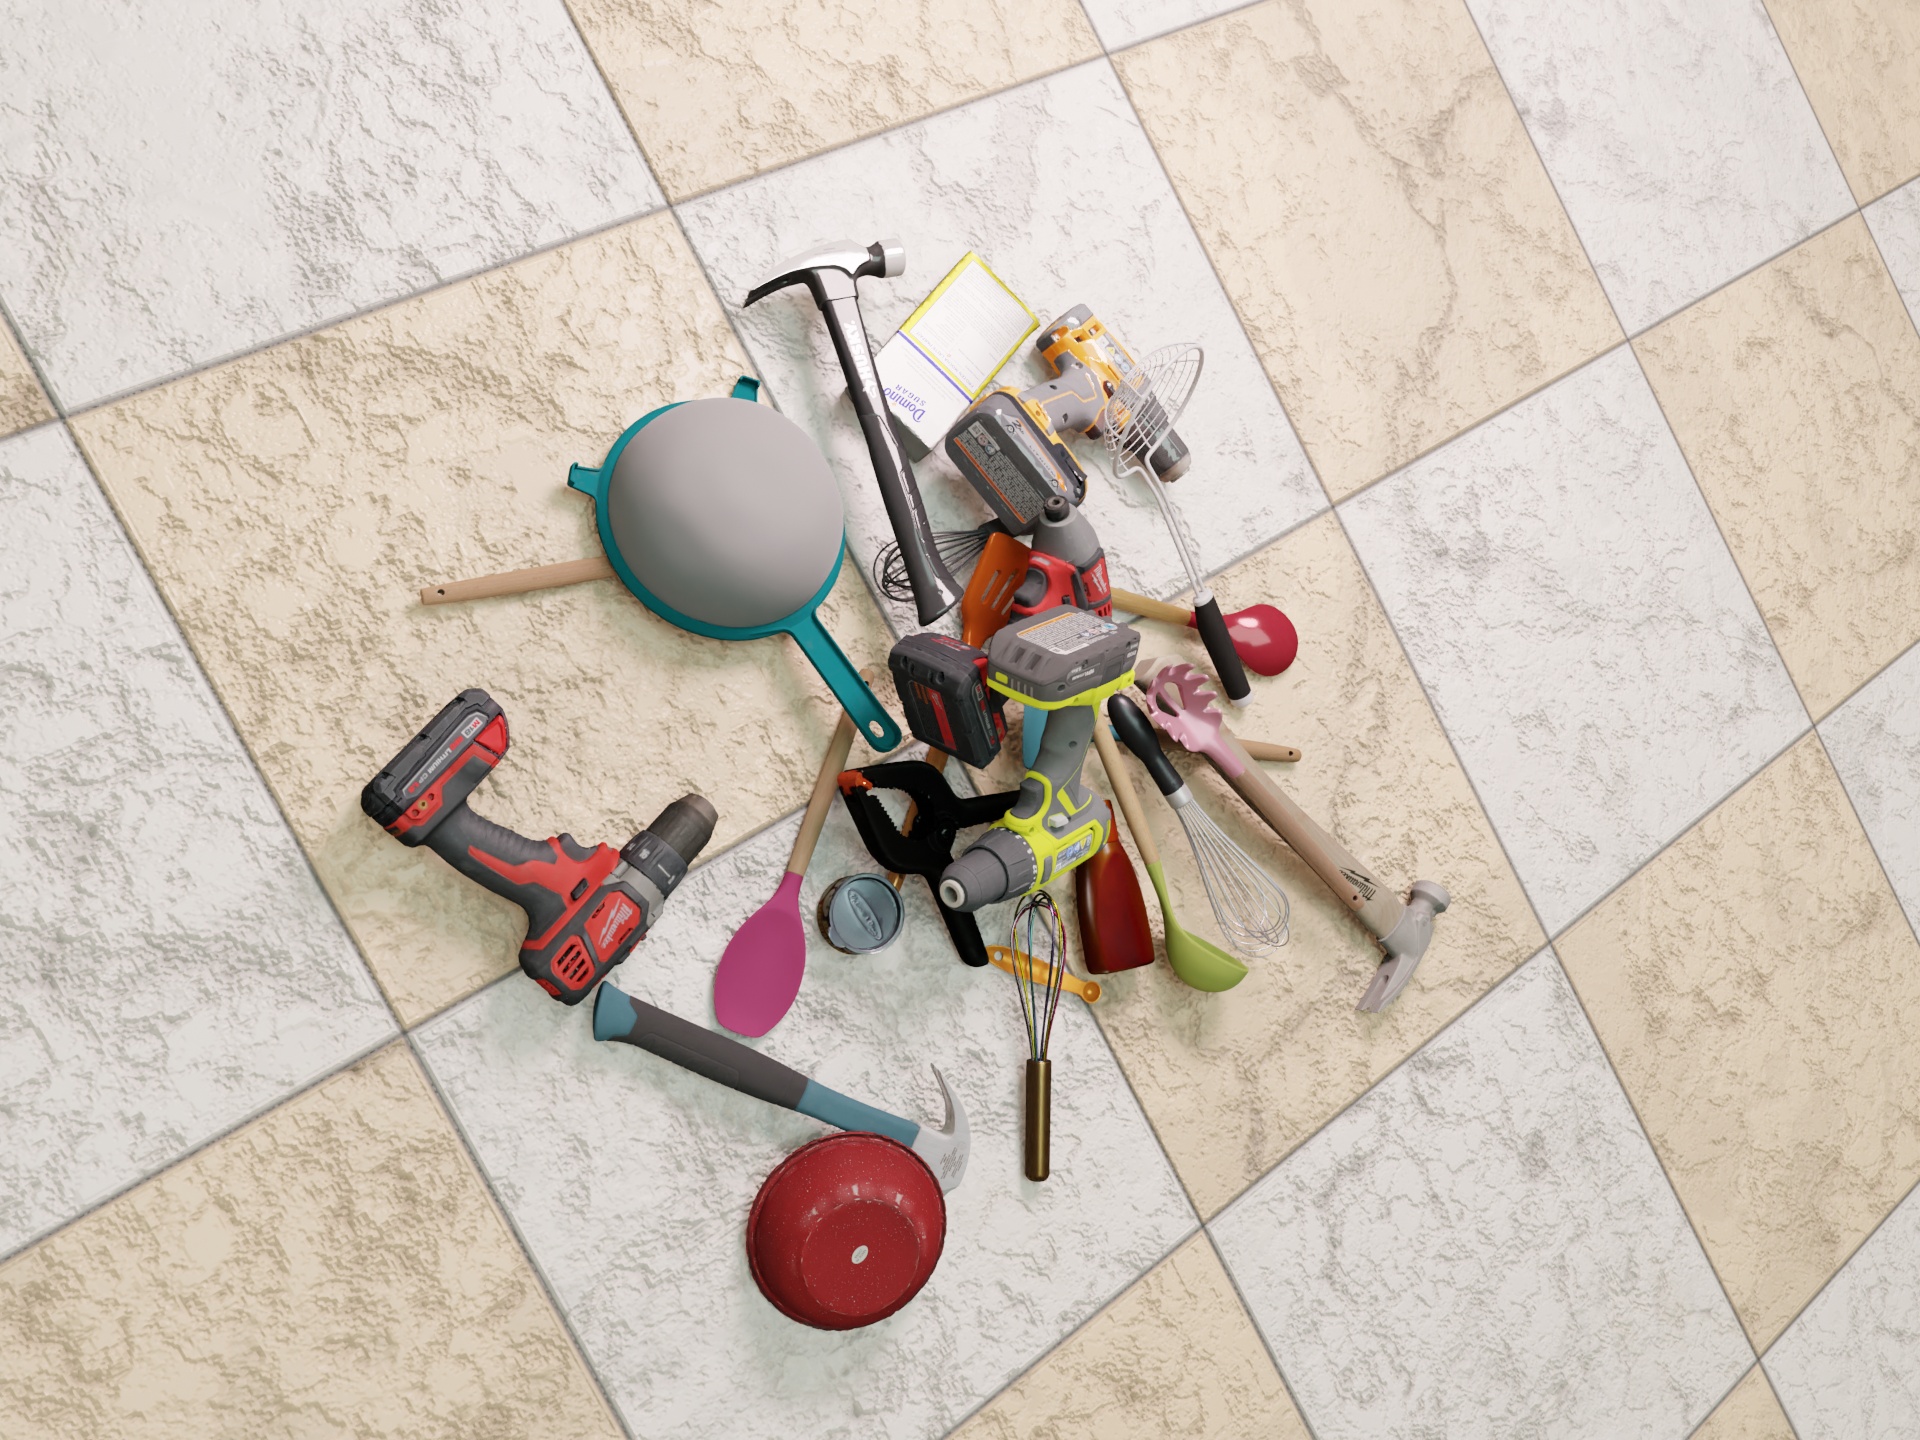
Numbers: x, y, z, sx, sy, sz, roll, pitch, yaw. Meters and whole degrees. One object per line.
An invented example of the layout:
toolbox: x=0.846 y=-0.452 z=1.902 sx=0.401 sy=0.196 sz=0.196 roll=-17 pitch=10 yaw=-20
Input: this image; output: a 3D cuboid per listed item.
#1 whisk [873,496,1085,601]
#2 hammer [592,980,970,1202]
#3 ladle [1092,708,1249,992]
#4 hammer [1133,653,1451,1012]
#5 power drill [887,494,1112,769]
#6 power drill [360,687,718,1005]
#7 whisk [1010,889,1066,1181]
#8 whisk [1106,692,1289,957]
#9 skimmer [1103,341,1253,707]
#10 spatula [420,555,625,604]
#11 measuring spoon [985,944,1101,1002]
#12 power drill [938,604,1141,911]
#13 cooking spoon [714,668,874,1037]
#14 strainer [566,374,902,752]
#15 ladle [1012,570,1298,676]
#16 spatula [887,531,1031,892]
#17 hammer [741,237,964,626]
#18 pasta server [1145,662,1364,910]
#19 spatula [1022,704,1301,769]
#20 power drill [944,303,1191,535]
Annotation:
whisk: x=0.021 y=-0.165 z=1.404 sx=0.239 sy=0.055 sz=0.055 roll=-28 pitch=94 yaw=-31
hammer: x=-0.138 y=0.289 z=1.247 sx=0.330 sy=0.033 sz=0.128 roll=28 pitch=85 yaw=-16
ladle: x=0.170 y=0.095 z=1.397 sx=0.062 sy=0.078 sz=0.320 roll=-23 pitch=98 yaw=-3
hammer: x=0.296 y=0.096 z=1.471 sx=0.410 sy=0.038 sz=0.146 roll=44 pitch=67 yaw=-18
power drill: x=0.044 y=-0.079 z=1.313 sx=0.220 sy=0.079 sz=0.143 roll=-47 pitch=144 yaw=-27
power drill: x=-0.308 y=0.076 z=1.191 sx=0.226 sy=0.080 sz=0.188 roll=46 pitch=66 yaw=-15
whisk: x=0.065 y=0.266 z=1.349 sx=0.047 sy=0.051 sz=0.245 roll=0 pitch=88 yaw=15
whisk: x=0.212 y=0.092 z=1.421 sx=0.070 sy=0.070 sz=0.284 roll=-39 pitch=103 yaw=-25
skimmer: x=0.216 y=-0.157 z=1.398 sx=0.127 sy=0.090 sz=0.363 roll=-45 pitch=123 yaw=-31
spatula: x=-0.271 y=-0.127 z=1.273 sx=0.316 sy=0.018 sz=0.060 roll=-14 pitch=85 yaw=-28
measuring spoon: x=0.070 y=0.219 z=1.380 sx=0.116 sy=0.011 sz=0.021 roll=23 pitch=77 yaw=-16
power drill: x=0.061 y=0.037 z=1.270 sx=0.190 sy=0.080 sz=0.228 roll=-24 pitch=130 yaw=-48
cooking spoon: x=-0.127 y=0.102 z=1.301 sx=0.068 sy=0.017 sz=0.319 roll=24 pitch=72 yaw=-17
strainer: x=-0.140 y=-0.125 z=1.269 sx=0.211 sy=0.095 sz=0.340 roll=-36 pitch=90 yaw=-30
ladle: x=0.188 y=-0.103 z=1.481 sx=0.315 sy=0.031 sz=0.069 roll=13 pitch=80 yaw=-21
spatula: x=-0.002 y=-0.004 z=1.365 sx=0.081 sy=0.041 sz=0.323 roll=30 pitch=71 yaw=-34
hammer: x=-0.072 y=-0.239 z=1.327 sx=0.146 sy=0.035 sz=0.335 roll=-15 pitch=84 yaw=-22
pasta server: x=0.268 y=0.066 z=1.418 sx=0.060 sy=0.040 sz=0.316 roll=-47 pitch=109 yaw=-9
spatula: x=0.187 y=0.017 z=1.449 sx=0.317 sy=0.044 sz=0.082 roll=6 pitch=83 yaw=-25
power drill: x=0.107 y=-0.253 z=1.420 sx=0.185 sy=0.084 sz=0.226 roll=49 pitch=48 yaw=-9
